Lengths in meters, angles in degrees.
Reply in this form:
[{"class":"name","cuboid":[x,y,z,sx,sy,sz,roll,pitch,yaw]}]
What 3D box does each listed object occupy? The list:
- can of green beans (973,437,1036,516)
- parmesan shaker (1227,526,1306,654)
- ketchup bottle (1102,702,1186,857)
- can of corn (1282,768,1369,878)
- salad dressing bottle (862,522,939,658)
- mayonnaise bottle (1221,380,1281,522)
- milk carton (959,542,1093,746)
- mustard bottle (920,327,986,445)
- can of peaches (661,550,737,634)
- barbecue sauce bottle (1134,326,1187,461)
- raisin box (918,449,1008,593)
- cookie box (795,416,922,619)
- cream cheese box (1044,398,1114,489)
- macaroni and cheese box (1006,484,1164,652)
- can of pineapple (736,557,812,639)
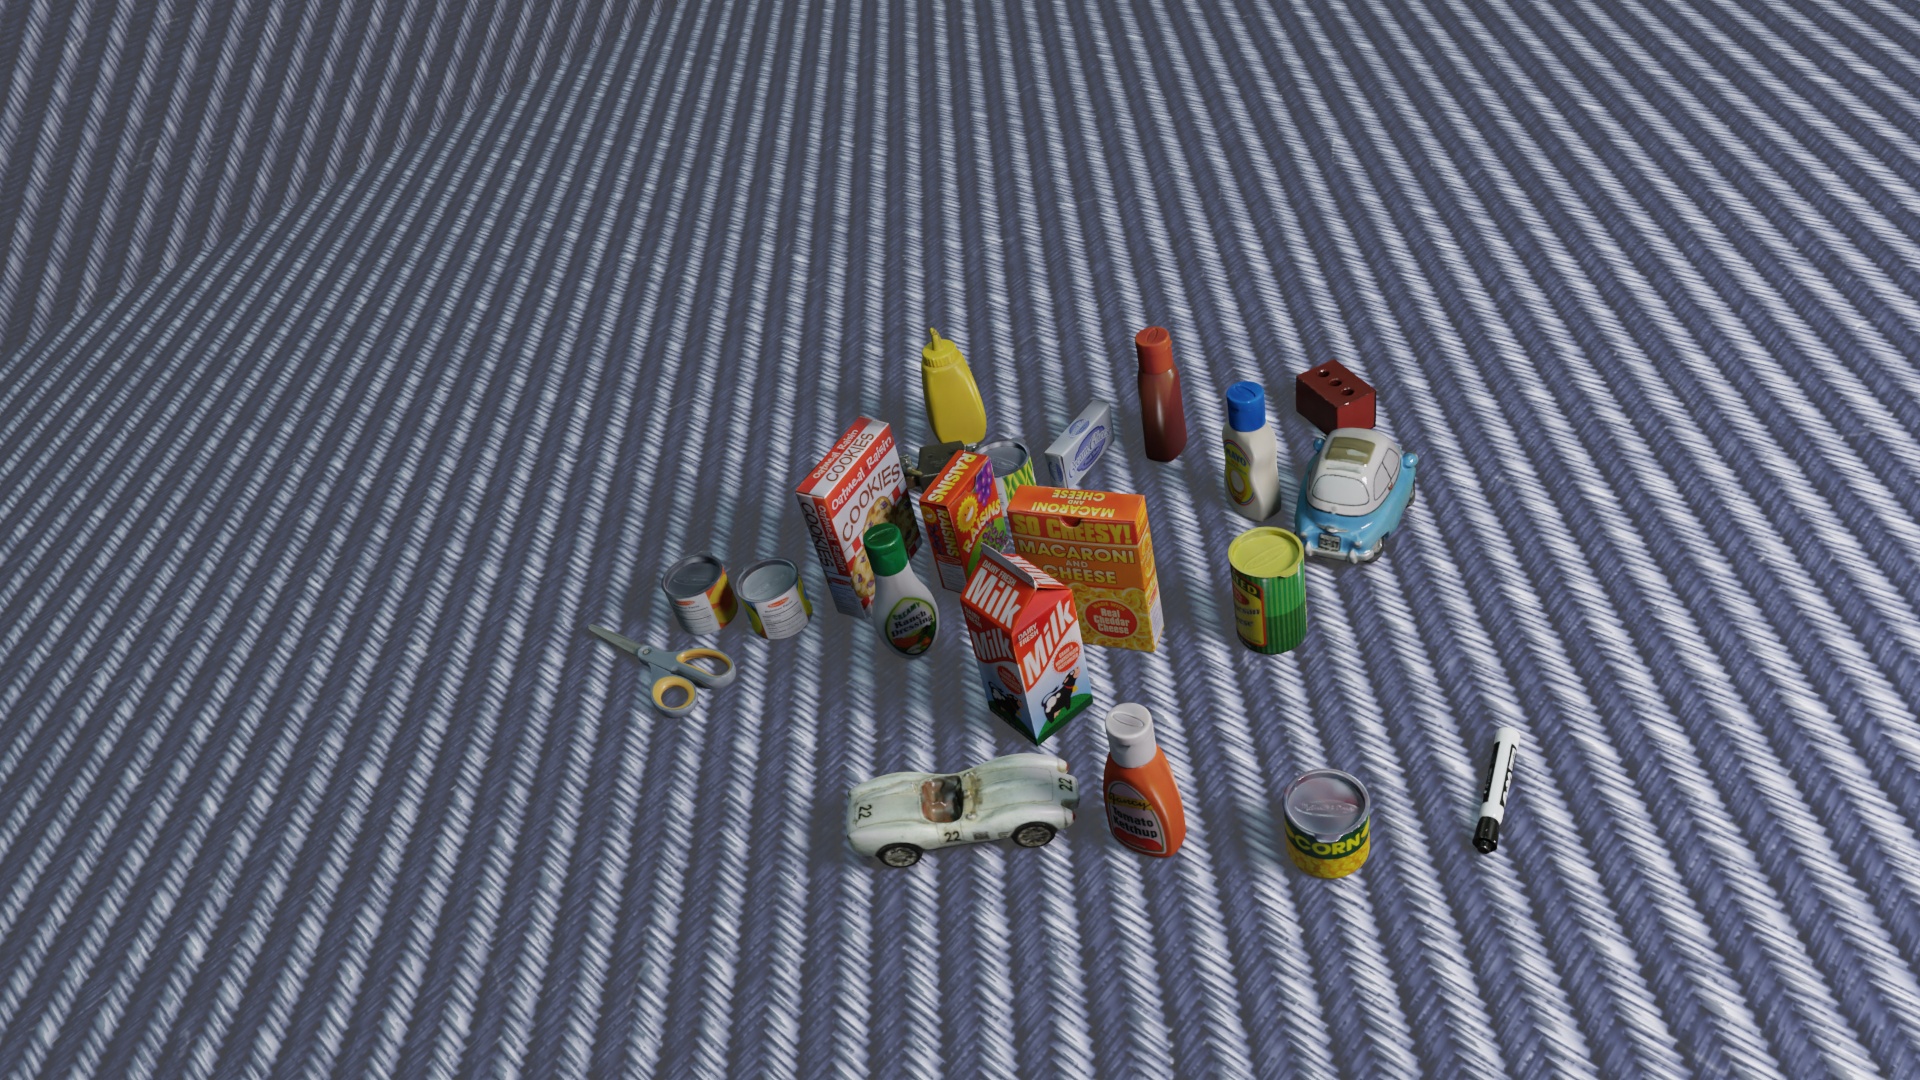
[{"class":"can of green beans","cuboid":[0.048,-0.068,1.511,0.071,0.057,0.071,-8,40,7]},{"class":"parmesan shaker","cuboid":[0.283,0.049,1.270,0.071,0.102,0.072,-9,40,7]},{"class":"ketchup bottle","cuboid":[0.143,0.191,1.112,0.065,0.148,0.044,15,48,31]},{"class":"can of corn","cuboid":[0.289,0.226,1.098,0.071,0.058,0.071,-8,40,7]},{"class":"salad dressing bottle","cuboid":[-0.060,0.049,1.339,0.064,0.147,0.044,-24,41,-10]},{"class":"mayonnaise bottle","cuboid":[0.290,-0.091,1.395,0.041,0.147,0.065,-30,42,-17]},{"class":"milk carton","cuboid":[0.057,0.085,1.229,0.074,0.189,0.072,-35,44,-23]},{"class":"mustard bottle","cuboid":[-0.013,-0.178,1.577,0.065,0.159,0.049,-18,40,-4]},{"class":"can of peaches","cuboid":[-0.273,0.056,1.464,0.071,0.057,0.071,-8,40,7]},{"class":"barbecue sauce bottle","cuboid":[0.215,-0.159,1.497,0.043,0.147,0.065,7,44,24]},{"class":"raisin box","cuboid":[0.005,-0.018,1.415,0.040,0.122,0.086,13,47,30]},{"class":"cookie box","cuboid":[-0.101,-0.023,1.419,0.040,0.166,0.123,12,47,28]},{"class":"cream cheese box","cuboid":[0.133,-0.105,1.531,0.024,0.053,0.104,18,50,33]},{"class":"macaroni and cheese box","cuboid":[0.118,0.028,1.295,0.124,0.165,0.040,6,44,23]},{"class":"can of pineapple","cuboid":[-0.192,0.059,1.436,0.071,0.057,0.071,-8,40,7]}]
